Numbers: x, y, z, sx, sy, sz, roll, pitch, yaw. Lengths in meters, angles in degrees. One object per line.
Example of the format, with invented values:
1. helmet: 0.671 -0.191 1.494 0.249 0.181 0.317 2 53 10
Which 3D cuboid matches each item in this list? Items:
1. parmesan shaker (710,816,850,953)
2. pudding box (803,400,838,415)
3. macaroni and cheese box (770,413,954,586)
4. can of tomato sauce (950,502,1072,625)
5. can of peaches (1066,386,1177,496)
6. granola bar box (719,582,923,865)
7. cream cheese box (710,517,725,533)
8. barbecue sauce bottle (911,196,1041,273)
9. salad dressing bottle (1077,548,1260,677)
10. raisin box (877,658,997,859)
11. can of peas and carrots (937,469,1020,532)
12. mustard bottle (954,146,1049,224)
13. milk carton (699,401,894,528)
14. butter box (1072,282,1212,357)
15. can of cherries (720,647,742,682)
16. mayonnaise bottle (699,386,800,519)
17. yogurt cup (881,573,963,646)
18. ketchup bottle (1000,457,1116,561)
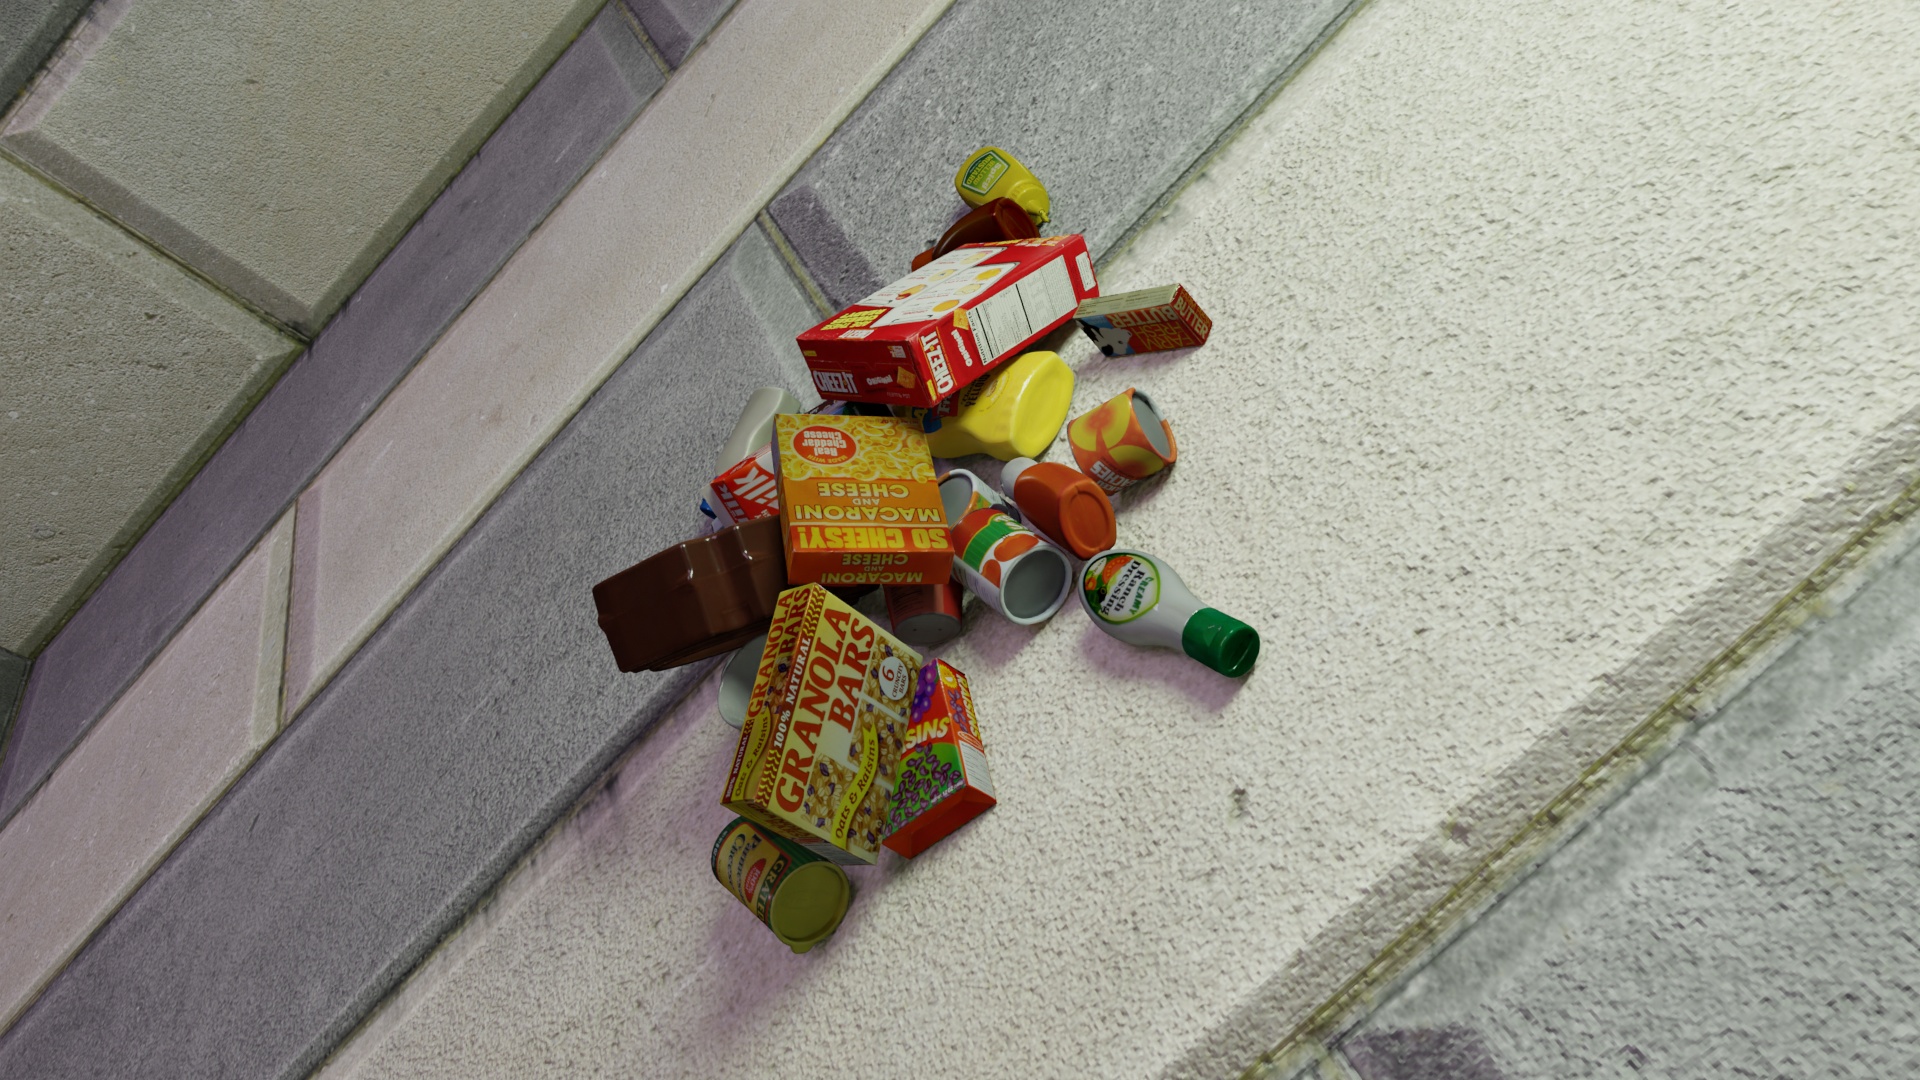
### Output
1. parmesan shaker: -0.139 0.257 1.050 0.103 0.071 0.071 19 75 52
2. pudding box: -0.138 -0.107 1.380 0.083 0.030 0.050 -27 44 30
3. macaroni and cheese box: -0.079 -0.033 1.088 0.167 0.124 0.040 -105 21 -46
4. can of tomato sauce: 0.037 0.018 1.062 0.071 0.071 0.083 -53 38 -2
5. can of peaches: 0.123 -0.073 1.048 0.058 0.071 0.071 -29 43 27
6. granola bar box: -0.095 0.132 0.991 0.039 0.124 0.166 -14 51 38
7. cream cheese box: -0.189 -0.033 1.352 0.103 0.053 0.024 -46 30 8
8. barbecue sauce bottle: 0.009 -0.282 1.348 0.148 0.064 0.044 -13 40 51
9. salad dressing bottle: 0.140 0.050 0.945 0.064 0.044 0.148 -56 37 -4
10. raisin box: -0.026 0.160 1.033 0.086 0.040 0.124 -37 40 20
11. can of peas and carrots: 0.004 -0.014 1.130 0.070 0.058 0.071 -28 42 29
12. mustard bottle: 0.049 -0.340 1.362 0.065 0.048 0.161 -50 37 5
13. milk carton: -0.147 -0.063 1.279 0.190 0.072 0.074 -28 13 16
14. butter box: 0.146 -0.177 1.121 0.103 0.053 0.024 -1 57 45
15. can of cherries: -0.165 0.131 1.182 0.071 0.071 0.058 -50 38 3
16. mayonnaise bottle: -0.222 -0.089 1.446 0.065 0.041 0.148 6 66 50
17. yogurt cup: -0.028 0.049 1.109 0.072 0.072 0.054 -28 51 29
18. ketchup bottle: 0.070 -0.032 1.064 0.043 0.064 0.149 -25 20 -10
